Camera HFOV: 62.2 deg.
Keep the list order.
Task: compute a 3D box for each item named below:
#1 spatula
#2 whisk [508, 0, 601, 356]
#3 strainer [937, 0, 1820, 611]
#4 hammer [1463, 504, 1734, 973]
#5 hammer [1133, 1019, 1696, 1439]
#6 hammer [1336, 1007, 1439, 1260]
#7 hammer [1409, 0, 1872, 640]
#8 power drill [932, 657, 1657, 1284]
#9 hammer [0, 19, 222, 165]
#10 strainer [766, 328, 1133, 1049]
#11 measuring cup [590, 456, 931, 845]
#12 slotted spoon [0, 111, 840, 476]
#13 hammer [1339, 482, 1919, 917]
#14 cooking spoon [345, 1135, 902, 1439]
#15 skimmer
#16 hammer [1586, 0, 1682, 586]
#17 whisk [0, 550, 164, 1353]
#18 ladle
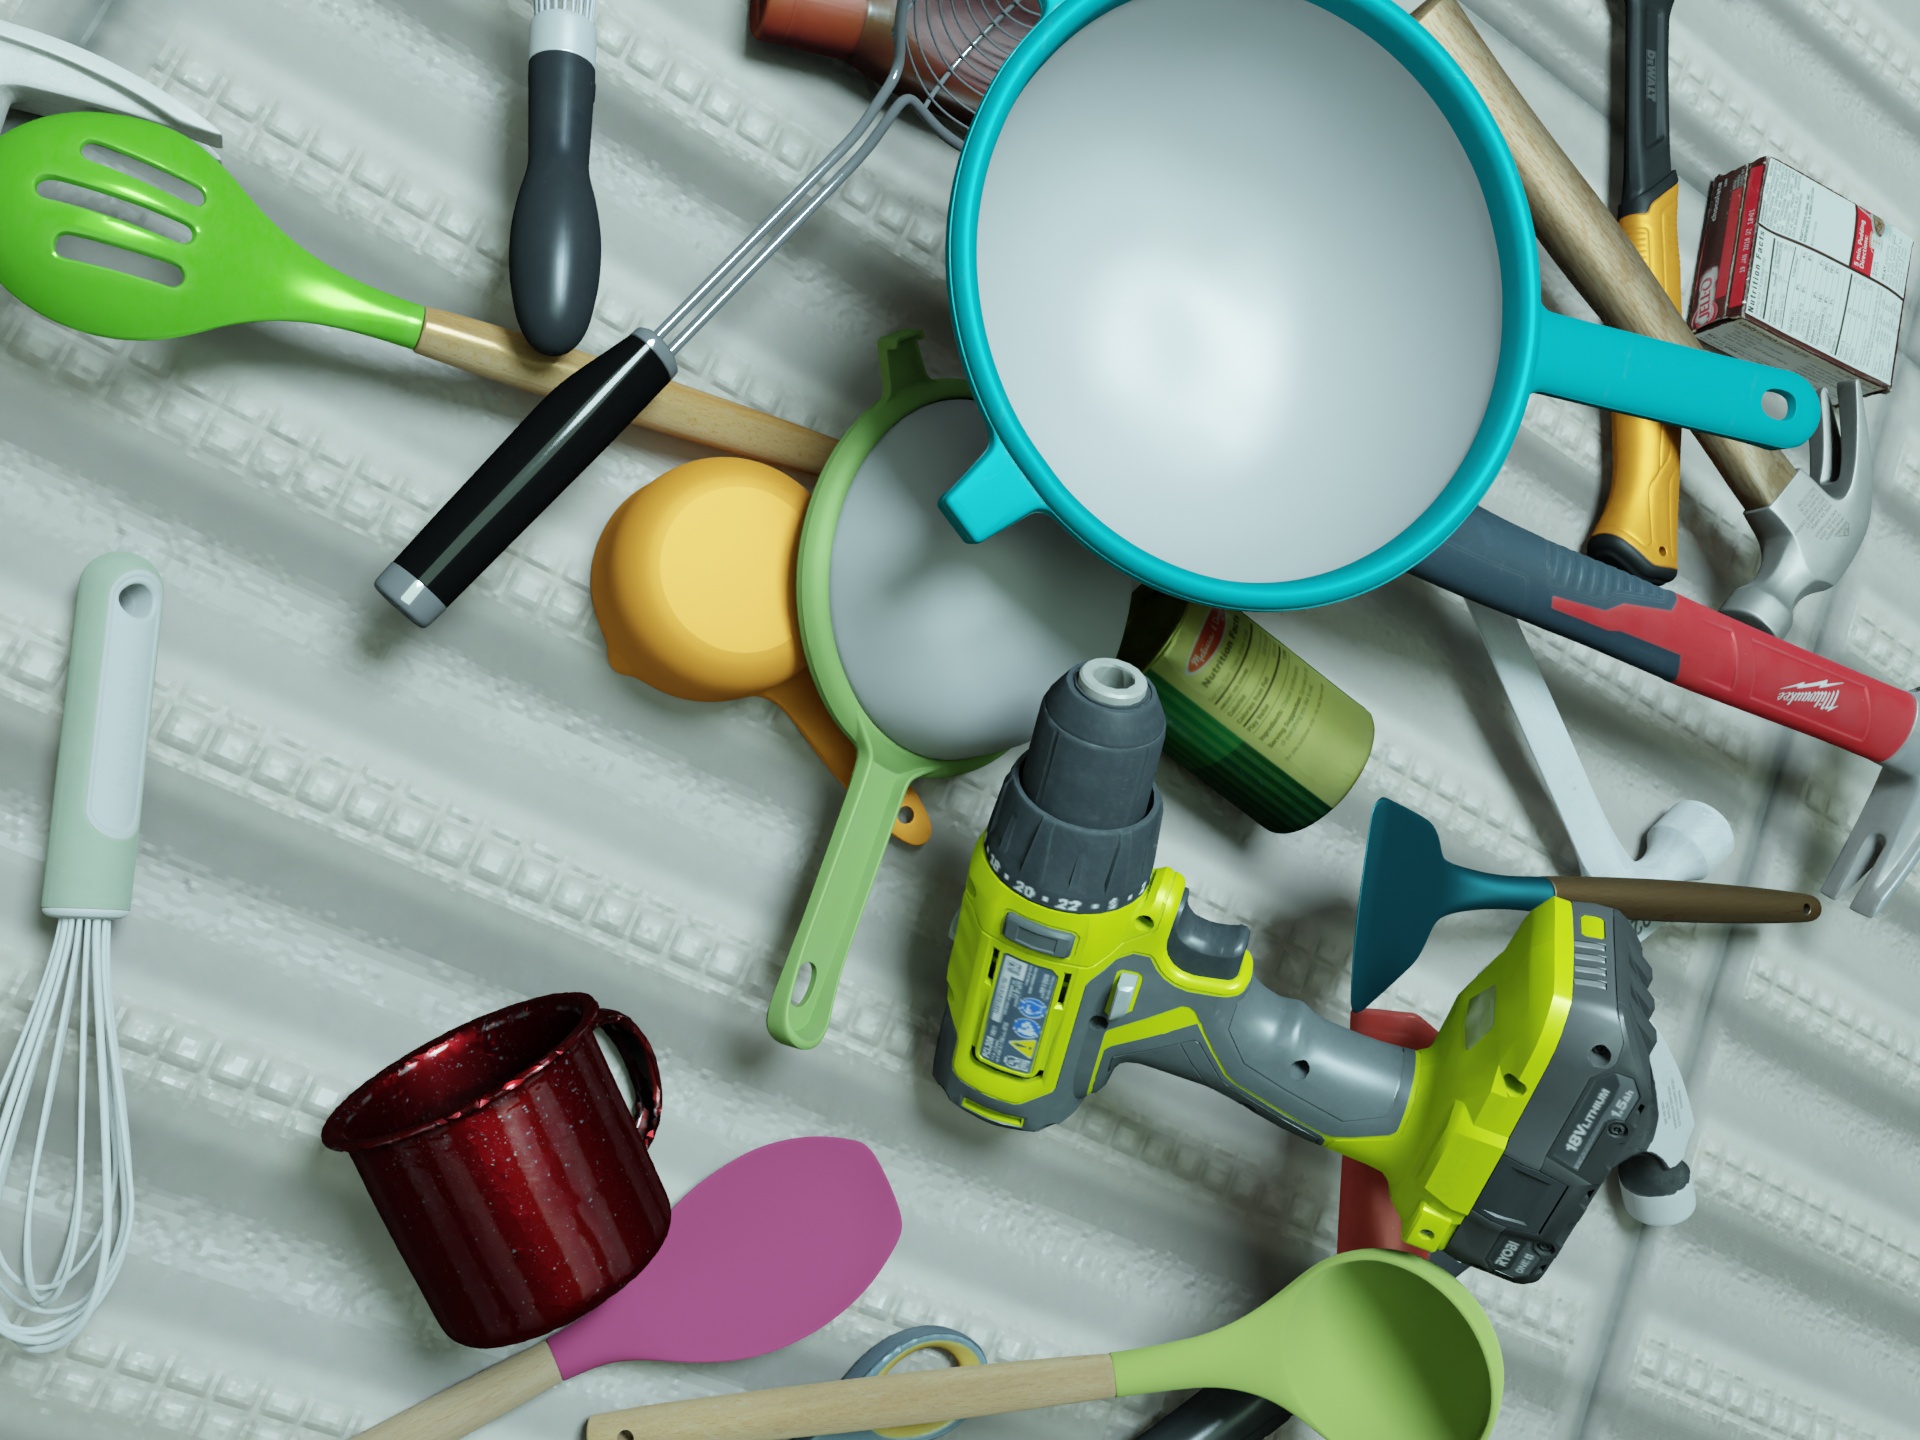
[{"bbox_3d":[0.277,0.080,0.685,0.317,0.044,0.082,5,92,-28],"label":"spatula"},{"bbox_3d":[-0.135,-0.262,0.547,0.070,0.070,0.285,3,80,-23],"label":"whisk"},{"bbox_3d":[0.143,-0.133,0.566,0.340,0.095,0.211,7,88,-20],"label":"strainer"},{"bbox_3d":[0.219,-0.064,0.691,0.144,0.035,0.405,-36,108,-20],"label":"hammer"},{"bbox_3d":[0.182,0.235,0.672,0.335,0.035,0.146,-29,115,-19],"label":"hammer"},{"bbox_3d":[0.149,0.292,0.605,0.149,0.036,0.359,5,82,-8],"label":"hammer"},{"bbox_3d":[0.309,-0.192,0.729,0.331,0.031,0.130,47,73,-12],"label":"hammer"},{"bbox_3d":[0.109,0.087,0.548,0.228,0.190,0.080,18,36,9],"label":"power drill"},{"bbox_3d":[-0.337,-0.017,0.476,0.146,0.038,0.411,11,83,-24],"label":"hammer"},{"bbox_3d":[-0.001,-0.002,0.569,0.151,0.069,0.256,34,70,-44],"label":"strainer"},{"bbox_3d":[-0.059,-0.020,0.584,0.095,0.052,0.173,-43,101,-19],"label":"measuring cup"},{"bbox_3d":[-0.158,-0.128,0.543,0.313,0.031,0.070,14,82,-31],"label":"slotted spoon"},{"bbox_3d":[0.297,-0.022,0.685,0.386,0.038,0.143,17,102,-23],"label":"hammer"},{"bbox_3d":[-0.164,0.232,0.545,0.319,0.017,0.069,-22,84,-23],"label":"cooking spoon"},{"bbox_3d":[-0.045,-0.156,0.541,0.090,0.127,0.363,33,74,29],"label":"skimmer"},{"bbox_3d":[0.342,-0.231,0.779,0.127,0.034,0.337,5,85,-22],"label":"hammer"},{"bbox_3d":[-0.273,0.067,0.494,0.057,0.059,0.246,17,73,-60],"label":"whisk"},{"bbox_3d":[0.028,0.237,0.556,0.320,0.062,0.078,-5,88,-3],"label":"ladle"}]
